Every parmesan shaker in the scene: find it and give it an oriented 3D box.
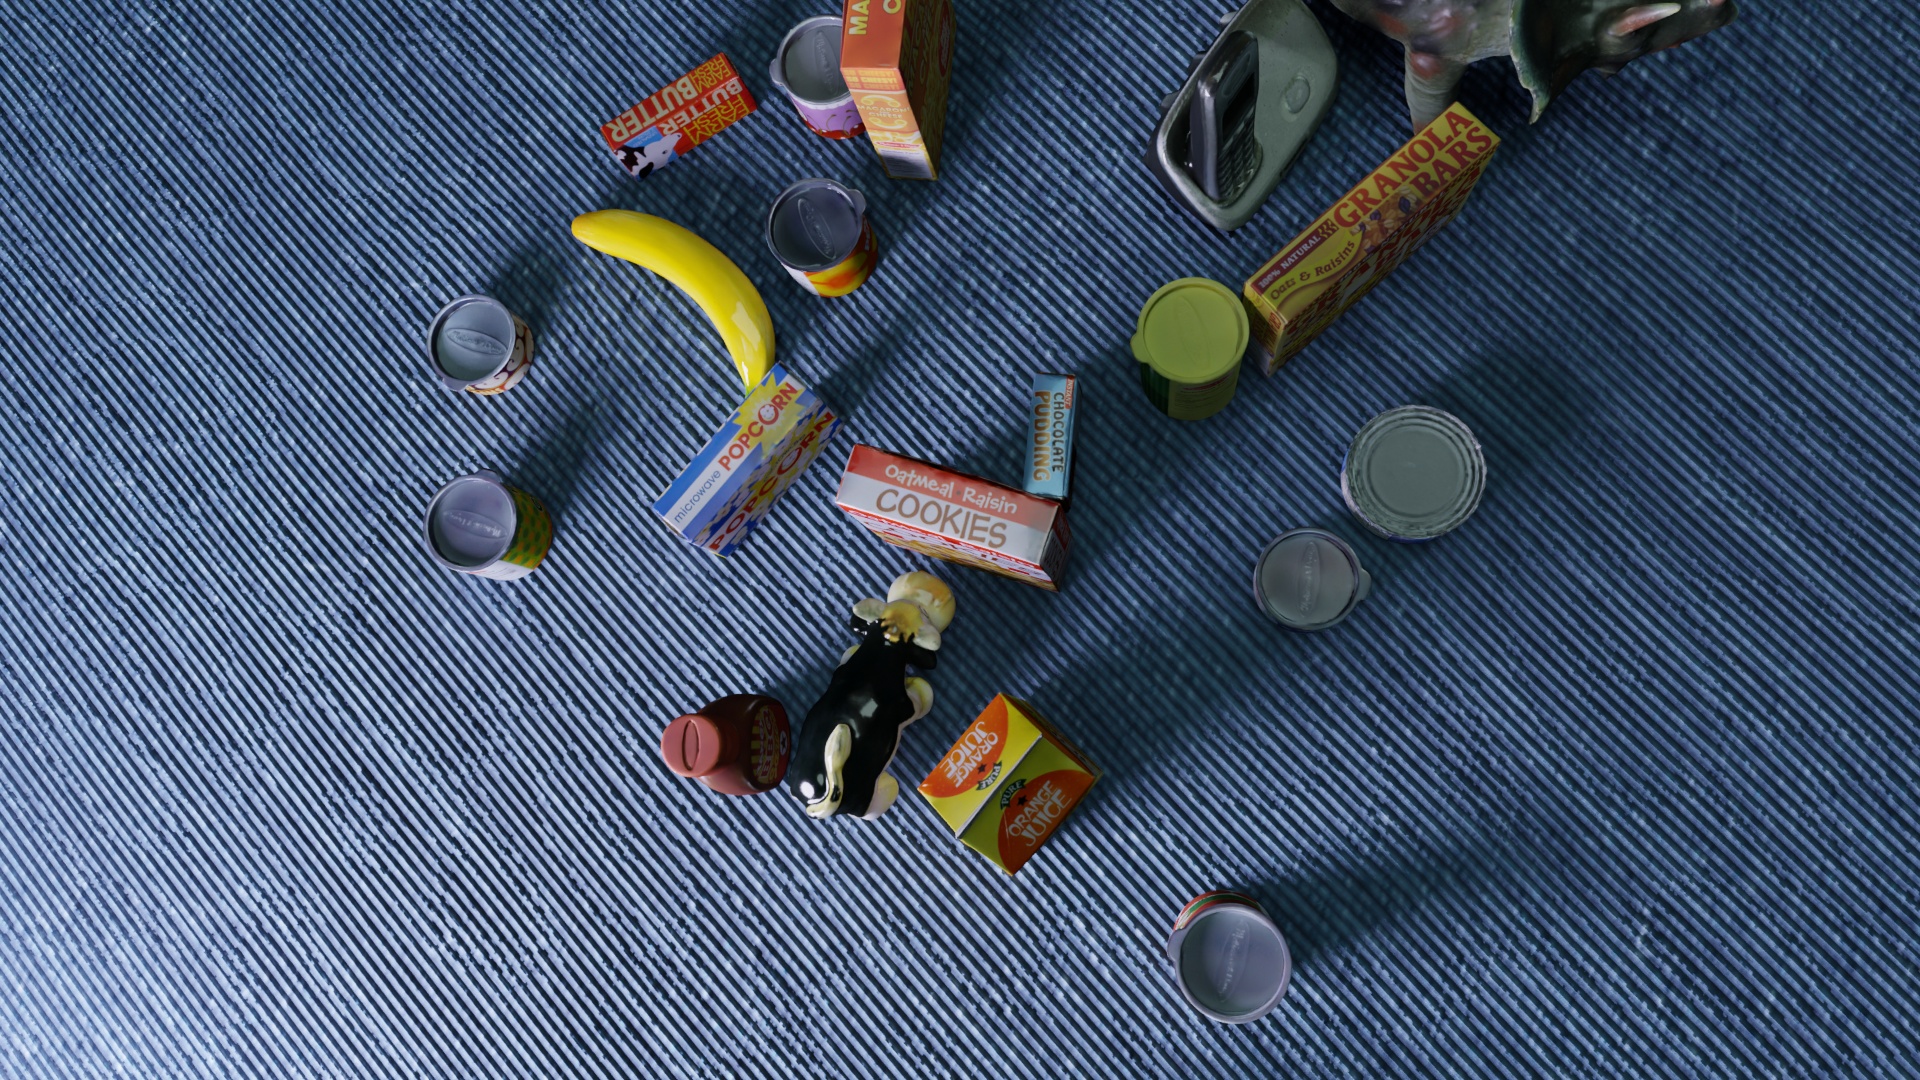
[{"bbox_3d":[0.143,-0.118,0.880,0.071,0.103,0.071,-1,82,8],"label":"parmesan shaker"}]

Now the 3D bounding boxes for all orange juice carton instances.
[{"bbox_3d":[0.032,0.140,0.809,0.073,0.192,0.072,41,89,11],"label":"orange juice carton"}]

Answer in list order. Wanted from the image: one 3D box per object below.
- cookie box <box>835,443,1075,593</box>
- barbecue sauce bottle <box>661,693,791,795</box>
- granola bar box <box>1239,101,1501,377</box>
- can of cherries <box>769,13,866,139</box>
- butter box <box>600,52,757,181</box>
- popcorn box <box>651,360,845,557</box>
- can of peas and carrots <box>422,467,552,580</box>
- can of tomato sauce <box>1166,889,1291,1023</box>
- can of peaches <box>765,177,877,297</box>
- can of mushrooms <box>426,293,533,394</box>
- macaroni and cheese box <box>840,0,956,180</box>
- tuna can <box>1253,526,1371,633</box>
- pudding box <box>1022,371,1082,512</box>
[{"bbox_3d":[0.003,-0.011,0.849,0.123,0.167,0.040,16,85,10],"label":"cookie box"},{"bbox_3d":[-0.143,0.126,0.857,0.044,0.148,0.065,-1,82,8],"label":"barbecue sauce bottle"},{"bbox_3d":[0.247,-0.183,0.865,0.165,0.124,0.039,-41,79,0],"label":"granola bar box"},{"bbox_3d":[-0.091,-0.321,0.965,0.071,0.058,0.071,-1,81,7],"label":"can of cherries"},{"bbox_3d":[-0.197,-0.298,0.978,0.103,0.053,0.024,-31,79,2],"label":"butter box"},{"bbox_3d":[-0.138,-0.050,0.916,0.038,0.085,0.127,41,88,11],"label":"popcorn box"},{"bbox_3d":[-0.320,-0.010,0.947,0.071,0.058,0.071,-1,81,7],"label":"can of peas and carrots"},{"bbox_3d":[0.159,0.247,0.832,0.071,0.083,0.071,-1,82,7],"label":"can of tomato sauce"},{"bbox_3d":[-0.091,-0.206,0.947,0.071,0.058,0.071,-1,81,7],"label":"can of peaches"},{"bbox_3d":[-0.340,-0.136,0.982,0.071,0.033,0.071,-1,81,7],"label":"can of mushrooms"},{"bbox_3d":[-0.038,-0.324,0.903,0.040,0.166,0.124,5,82,8],"label":"macaroni and cheese box"},{"bbox_3d":[0.223,0.026,0.883,0.071,0.033,0.071,-1,81,7],"label":"tuna can"},{"bbox_3d":[0.061,-0.064,0.910,0.030,0.049,0.084,5,82,8],"label":"pudding box"}]
